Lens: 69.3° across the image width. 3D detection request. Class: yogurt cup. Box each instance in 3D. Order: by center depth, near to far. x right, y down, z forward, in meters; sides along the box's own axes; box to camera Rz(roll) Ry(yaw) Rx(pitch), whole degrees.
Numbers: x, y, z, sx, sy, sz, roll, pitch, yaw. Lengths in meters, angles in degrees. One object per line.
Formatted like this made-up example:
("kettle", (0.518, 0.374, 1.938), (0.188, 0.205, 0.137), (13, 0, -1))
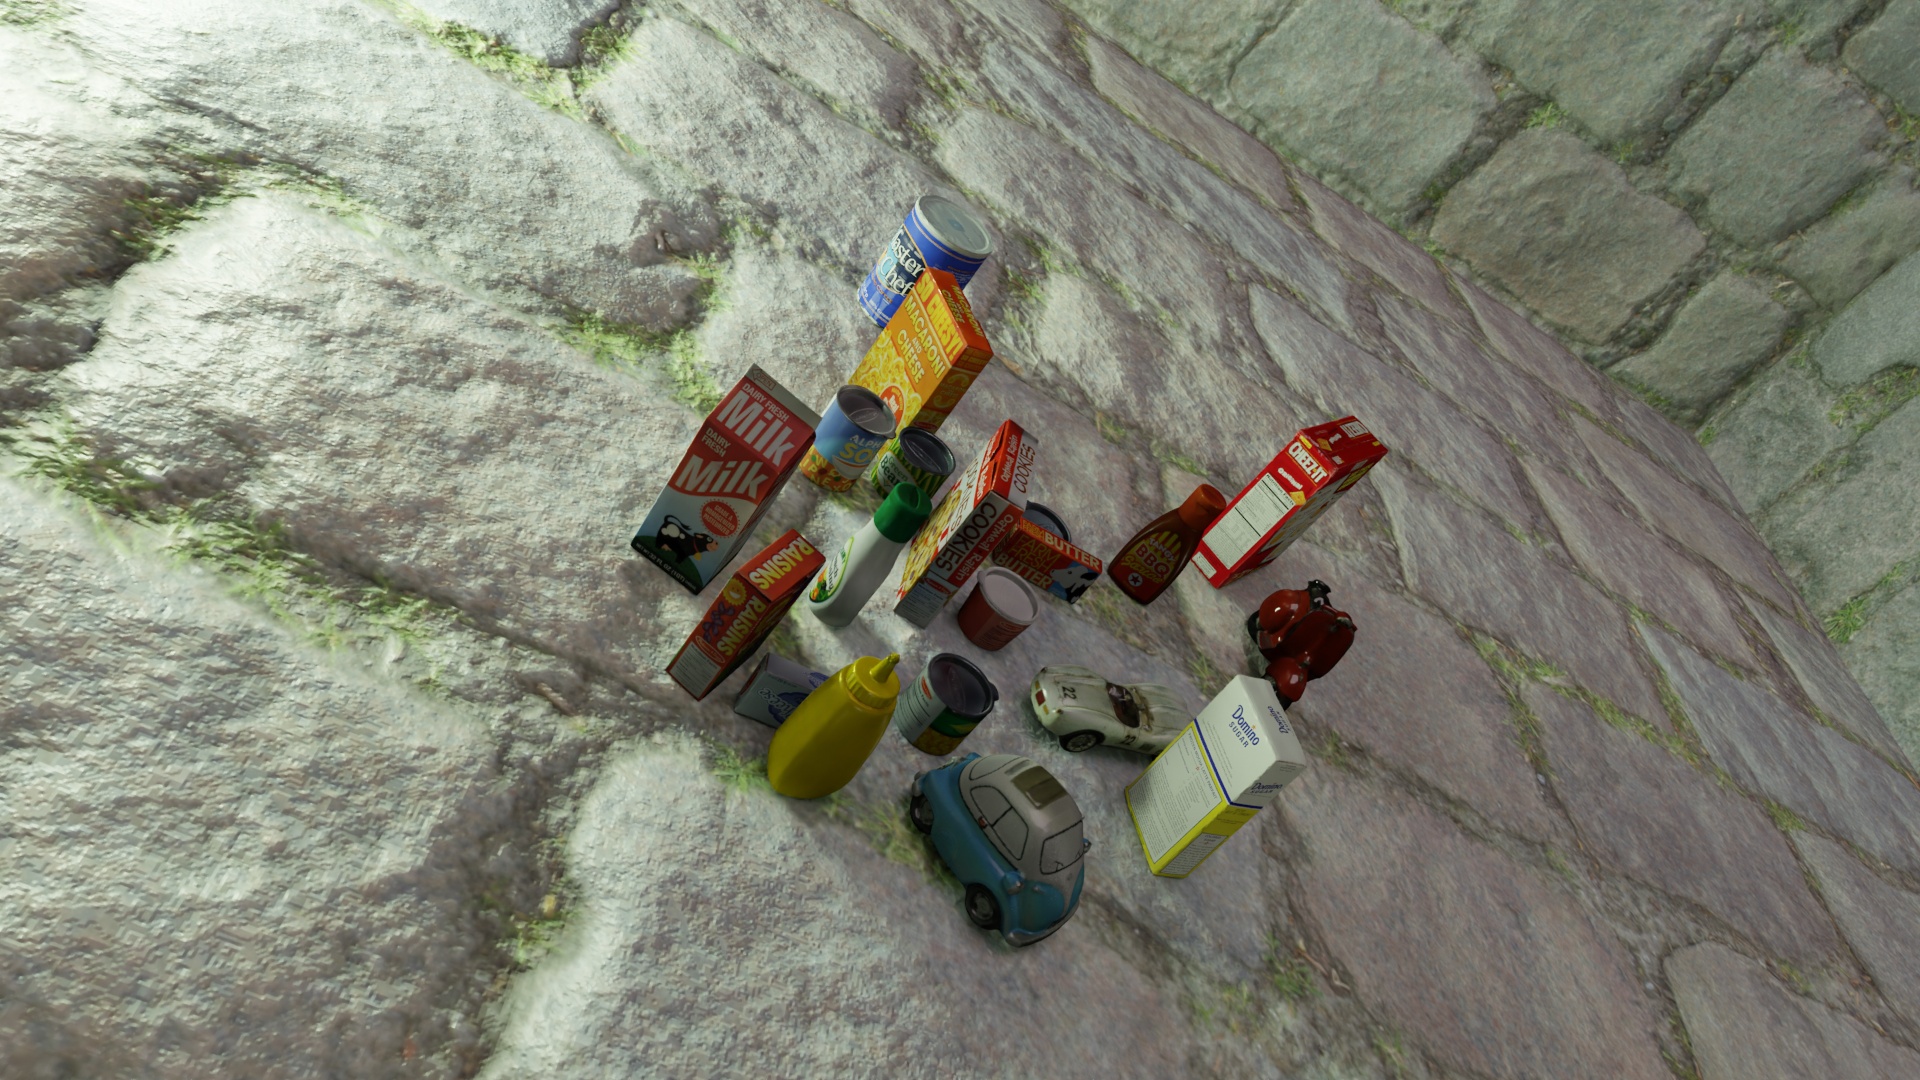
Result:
("yogurt cup", (0.034, 0.067, 1.305), (0.072, 0.053, 0.073), (26, 35, -20))

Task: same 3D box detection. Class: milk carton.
("milk carton", (-0.182, -0.053, 1.111), (0.072, 0.189, 0.074), (38, 33, -2))

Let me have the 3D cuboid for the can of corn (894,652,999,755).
("can of corn", (-0.012, 0.139, 1.170), (0.071, 0.058, 0.071), (26, 35, -20))

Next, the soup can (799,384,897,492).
("soup can", (-0.109, -0.095, 1.332), (0.071, 0.083, 0.072), (26, 35, -20))

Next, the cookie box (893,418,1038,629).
("cookie box", (0.005, -0.016, 1.272), (0.040, 0.166, 0.123), (32, 33, -12))

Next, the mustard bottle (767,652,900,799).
("mustard bottle", (-0.084, 0.129, 1.017), (0.065, 0.159, 0.049), (14, 41, -34))

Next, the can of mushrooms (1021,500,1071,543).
("can of mushrooms", (0.079, -0.008, 1.458), (0.071, 0.033, 0.071), (26, 35, -20))

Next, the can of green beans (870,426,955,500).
("can of green beans", (-0.048, -0.071, 1.387), (0.071, 0.057, 0.071), (26, 35, -20))

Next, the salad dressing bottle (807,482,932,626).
("salad dressing bottle", (-0.077, 0.012, 1.176), (0.044, 0.147, 0.064), (27, 35, -19))

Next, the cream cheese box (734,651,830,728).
("cream cheese box", (-0.118, 0.128, 1.082), (0.104, 0.053, 0.024), (25, 35, -21))

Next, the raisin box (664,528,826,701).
("raisin box", (-0.163, 0.057, 1.060), (0.040, 0.122, 0.086), (42, 33, 4))

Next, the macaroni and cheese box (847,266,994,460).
("macaroni and cheese box", (-0.043, -0.176, 1.418), (0.040, 0.165, 0.124), (10, 43, -38))

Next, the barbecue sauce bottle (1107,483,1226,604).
("barbecue sauce bottle", (0.224, 0.001, 1.485), (0.065, 0.148, 0.044), (43, 33, 5))

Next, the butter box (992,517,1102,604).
("butter box", (0.088, 0.021, 1.415), (0.103, 0.053, 0.024), (29, 34, -16))
